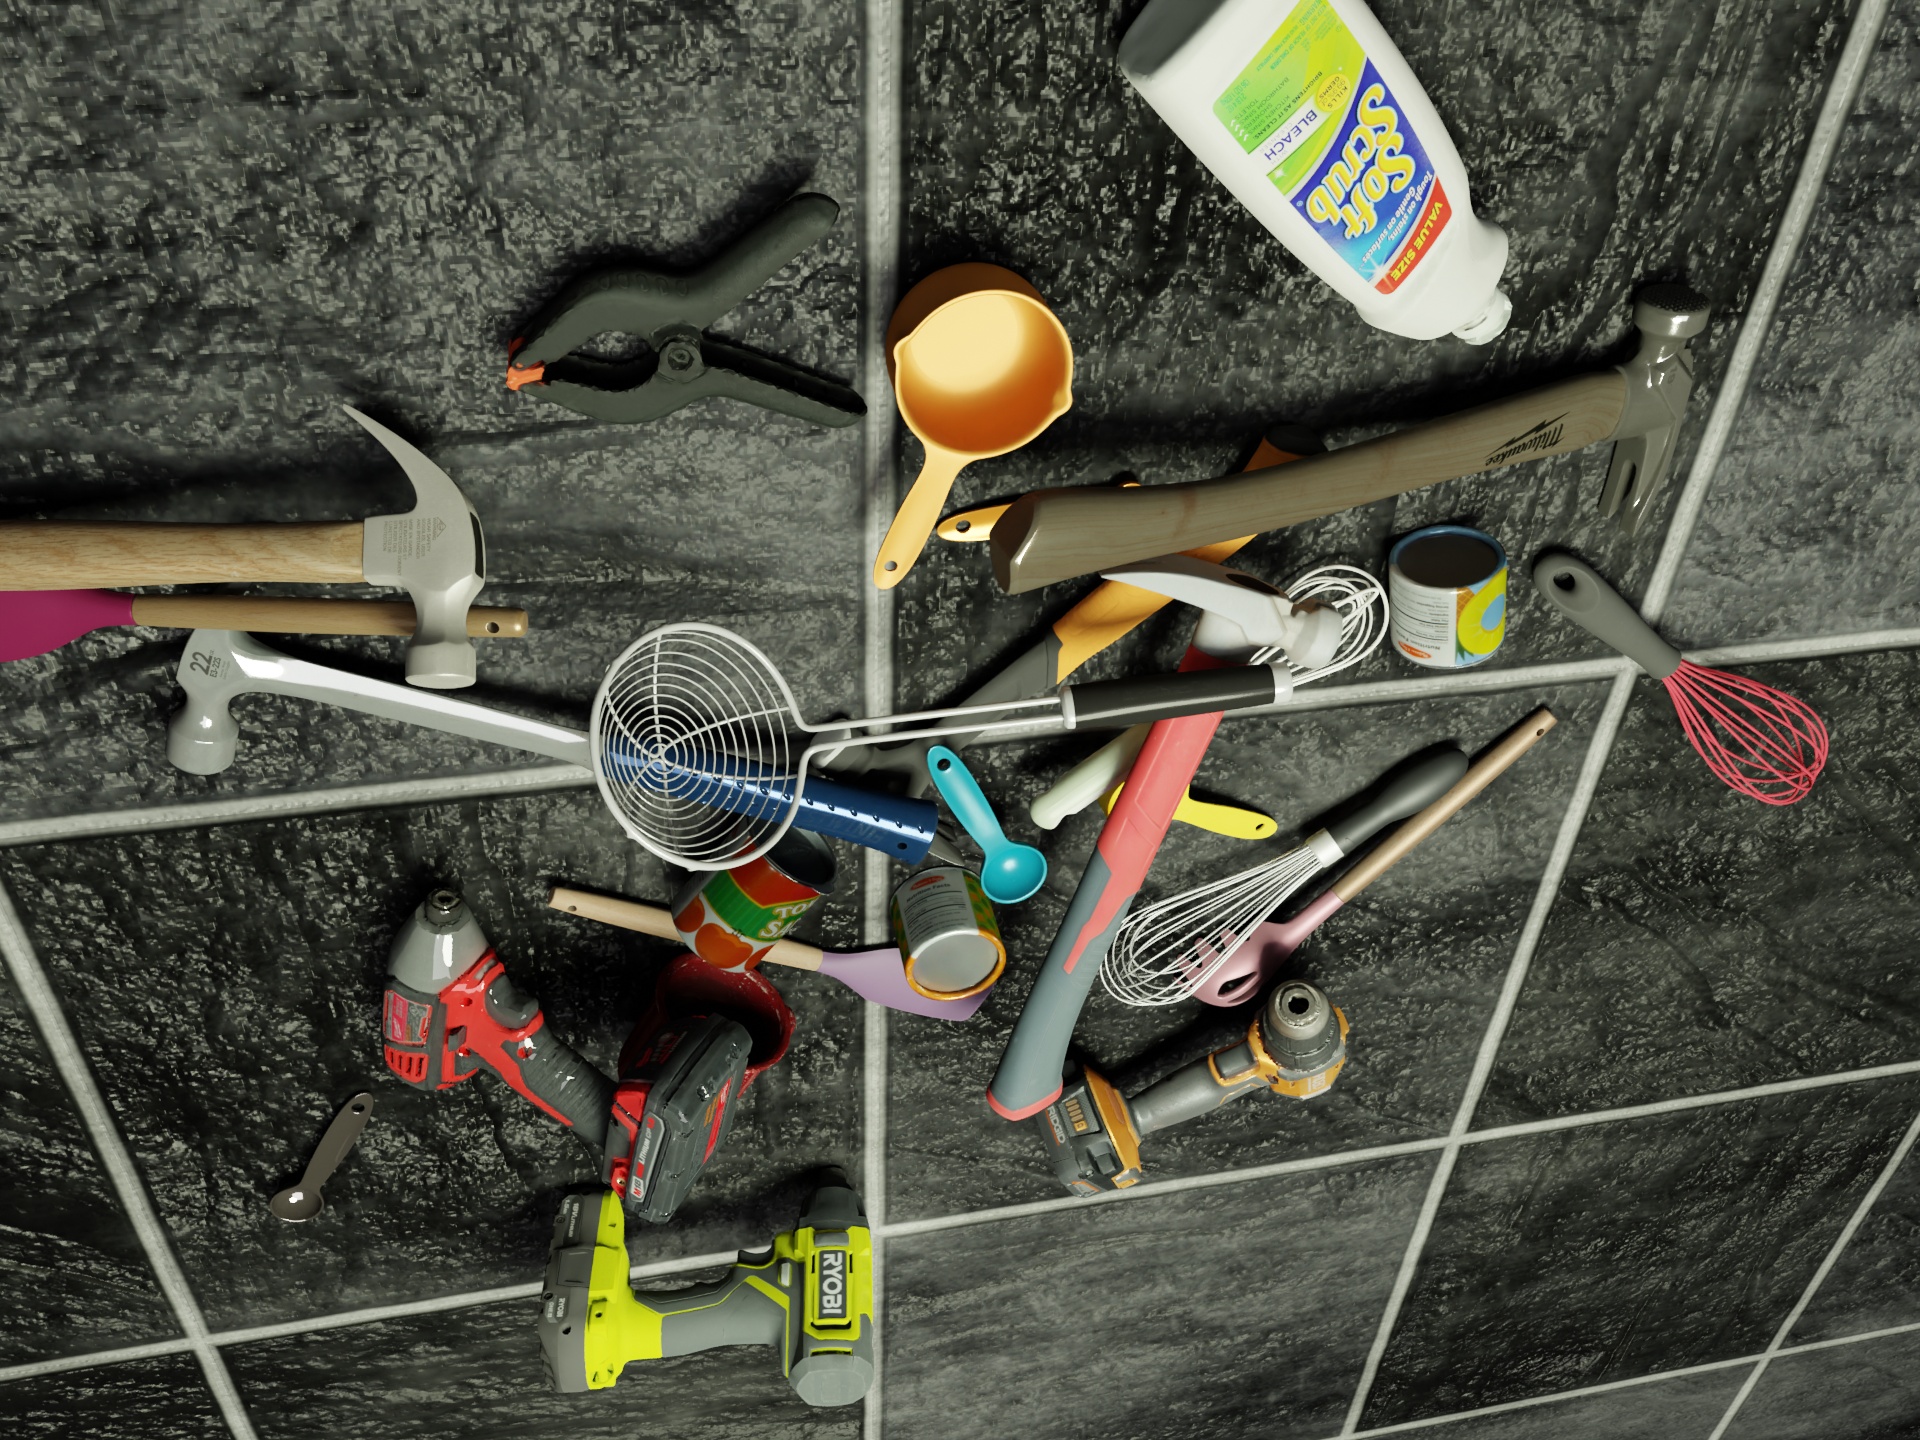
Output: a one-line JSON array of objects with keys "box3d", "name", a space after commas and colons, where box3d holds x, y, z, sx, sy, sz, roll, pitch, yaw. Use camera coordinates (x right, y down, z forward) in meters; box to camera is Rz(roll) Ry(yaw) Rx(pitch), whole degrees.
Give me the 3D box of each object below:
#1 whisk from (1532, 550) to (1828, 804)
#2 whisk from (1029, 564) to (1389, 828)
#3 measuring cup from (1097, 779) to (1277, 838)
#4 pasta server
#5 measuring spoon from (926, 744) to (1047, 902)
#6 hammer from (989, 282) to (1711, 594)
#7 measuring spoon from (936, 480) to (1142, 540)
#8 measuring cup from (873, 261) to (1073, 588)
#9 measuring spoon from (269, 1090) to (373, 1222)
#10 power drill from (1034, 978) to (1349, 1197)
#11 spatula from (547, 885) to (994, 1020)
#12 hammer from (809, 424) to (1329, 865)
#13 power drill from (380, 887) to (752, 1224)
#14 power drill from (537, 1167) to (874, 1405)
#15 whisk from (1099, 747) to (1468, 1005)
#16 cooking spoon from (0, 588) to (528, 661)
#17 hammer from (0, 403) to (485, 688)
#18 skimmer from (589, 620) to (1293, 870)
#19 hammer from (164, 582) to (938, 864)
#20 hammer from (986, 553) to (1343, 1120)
[{"box3d": [0.465, -0.028, 1.023, 0.295, 0.073, 0.073, 31, 115, -25], "name": "whisk"}, {"box3d": [0.144, -0.009, 0.941, 0.246, 0.058, 0.059, -35, 84, 9], "name": "whisk"}, {"box3d": [0.148, 0.051, 1.024, 0.156, 0.029, 0.062, 16, 122, -39], "name": "measuring cup"}, {"box3d": [0.276, 0.097, 1.091, 0.316, 0.040, 0.060, -44, 126, 15], "name": "pasta server"}, {"box3d": [0.011, 0.058, 0.948, 0.042, 0.021, 0.128, -31, 121, 1], "name": "measuring spoon"}, {"box3d": [0.211, -0.123, 0.848, 0.410, 0.038, 0.146, -16, 132, -15], "name": "hammer"}, {"box3d": [0.044, -0.115, 0.869, 0.117, 0.011, 0.021, -10, 132, -2], "name": "measuring spoon"}, {"box3d": [-0.011, -0.148, 0.800, 0.095, 0.052, 0.173, 13, 125, -24], "name": "measuring cup"}, {"box3d": [-0.423, 0.288, 1.063, 0.034, 0.018, 0.124, 26, 110, -29], "name": "measuring spoon"}, {"box3d": [0.164, 0.252, 1.116, 0.226, 0.084, 0.185, -23, 154, 1], "name": "power drill"}, {"box3d": [-0.114, 0.148, 1.028, 0.315, 0.018, 0.059, 18, 120, -28], "name": "spatula"}, {"box3d": [0.075, -0.046, 0.915, 0.337, 0.034, 0.127, -39, 127, 16], "name": "hammer"}, {"box3d": [-0.241, 0.189, 0.937, 0.220, 0.078, 0.143, 24, 125, 10], "name": "power drill"}, {"box3d": [-0.174, 0.393, 1.123, 0.223, 0.171, 0.080, 0, 128, -5], "name": "power drill"}, {"box3d": [0.217, 0.104, 1.062, 0.284, 0.070, 0.070, -34, 128, 7], "name": "whisk"}, {"box3d": [-0.367, -0.052, 0.759, 0.319, 0.017, 0.068, 2, 119, 0], "name": "cooking spoon"}, {"box3d": [-0.388, -0.079, 0.732, 0.331, 0.130, 0.031, -1, 171, -3], "name": "hammer"}, {"box3d": [-0.001, -0.003, 0.815, 0.363, 0.127, 0.090, -7, 173, -4], "name": "skimmer"}, {"box3d": [-0.203, 0.010, 0.859, 0.405, 0.035, 0.144, 15, 122, -18], "name": "hammer"}, {"box3d": [0.079, 0.082, 0.942, 0.143, 0.038, 0.386, 15, 117, -14], "name": "hammer"}]
